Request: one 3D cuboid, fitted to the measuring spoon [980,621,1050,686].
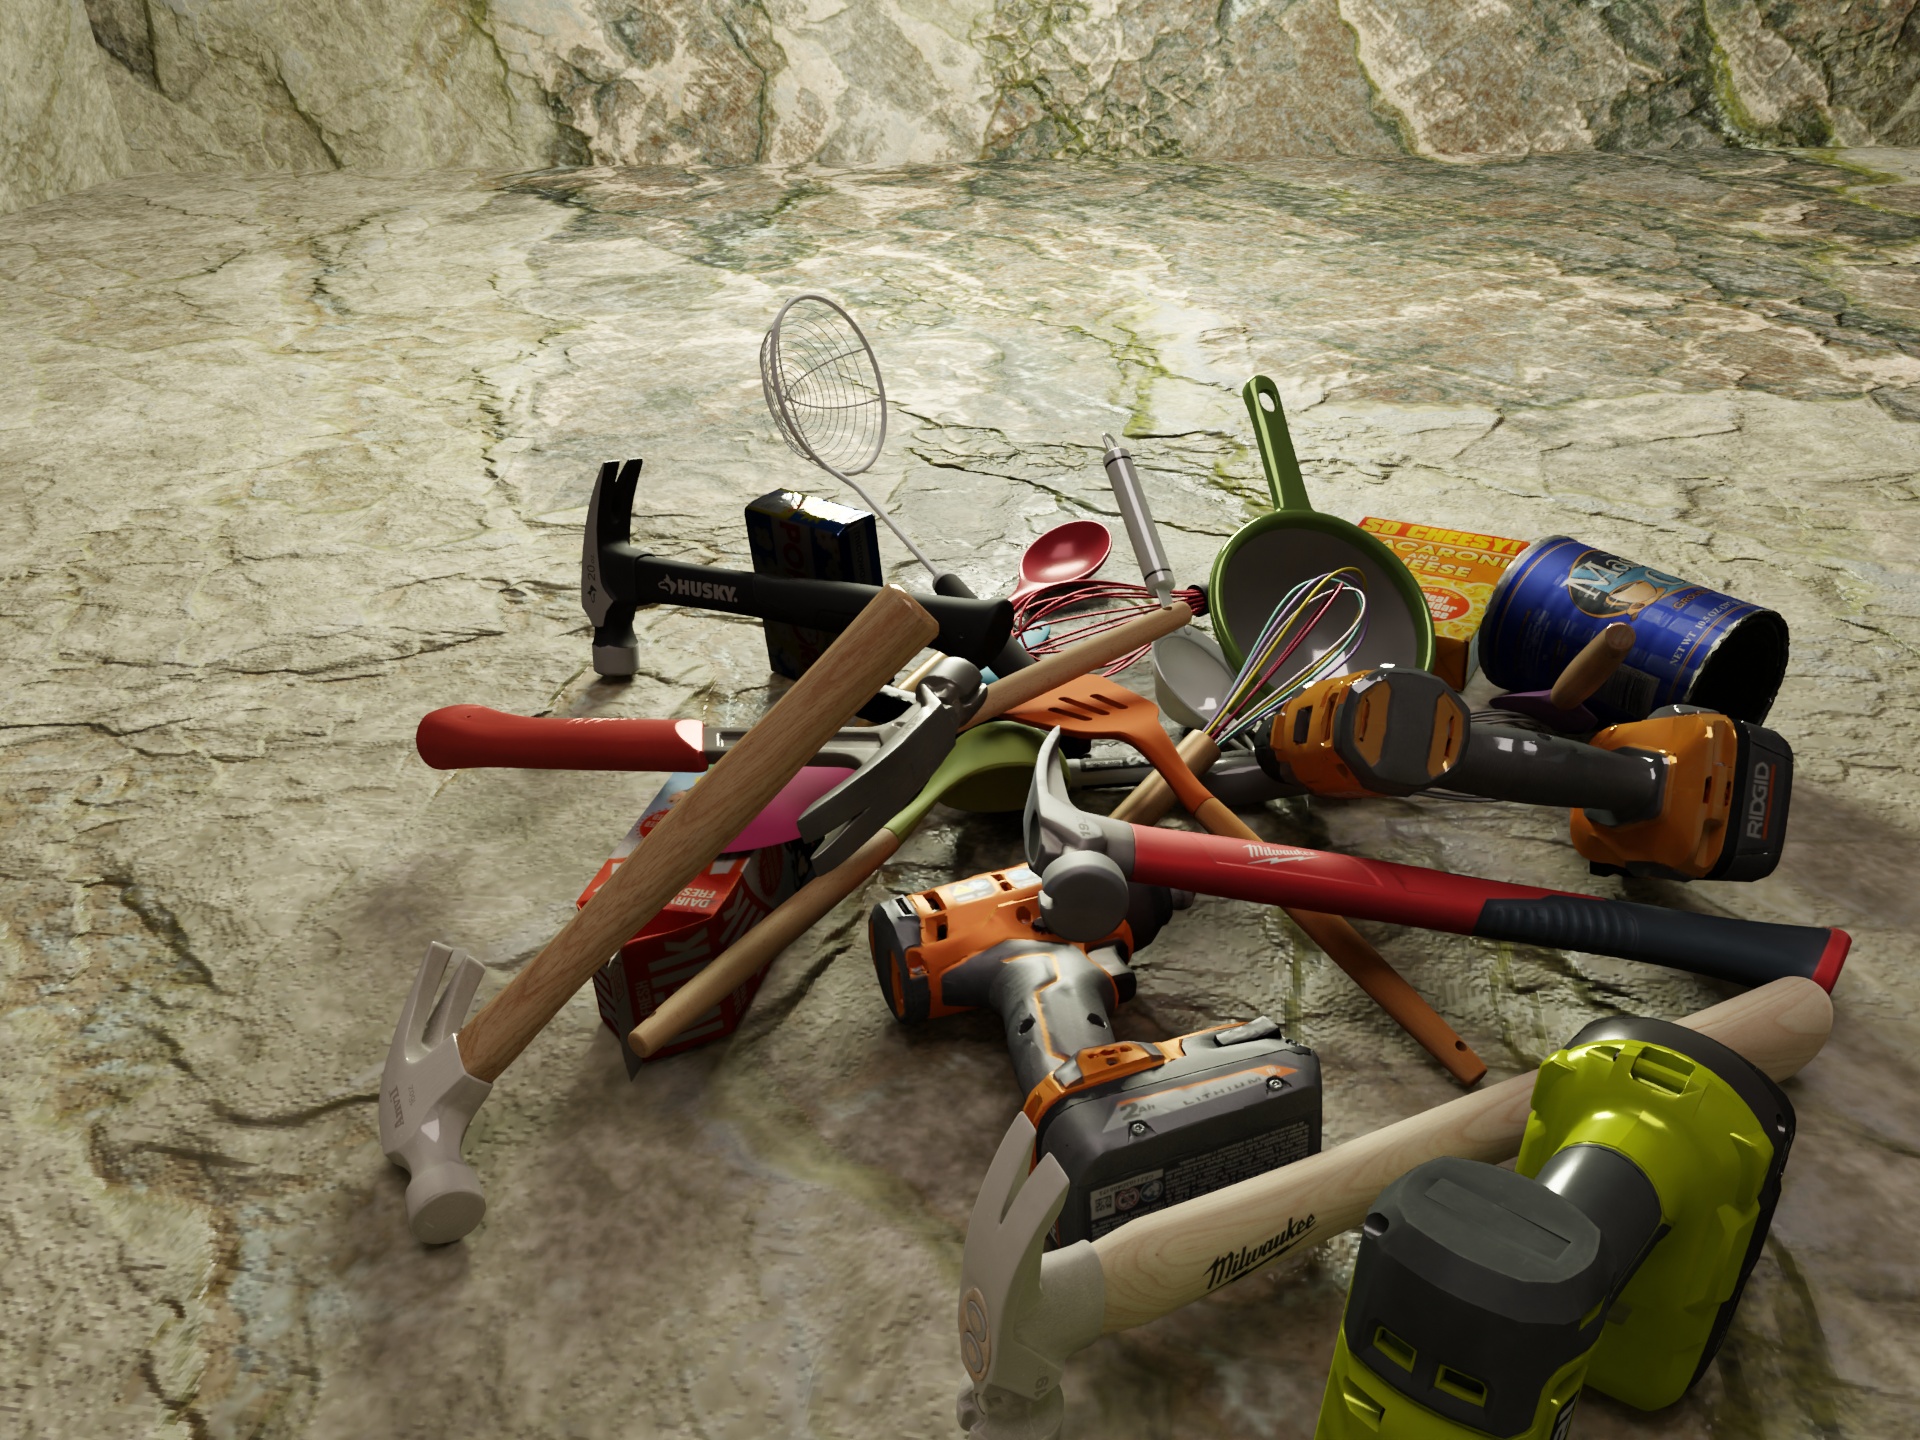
[{"bbox_3d":[0.031,-0.045,1.073,0.042,0.021,0.129,11,34,24],"label":"measuring spoon"}]

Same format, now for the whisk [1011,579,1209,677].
[{"bbox_3d":[0.147,-0.077,1.089,0.295,0.073,0.073,-16,32,-31],"label":"whisk"}]

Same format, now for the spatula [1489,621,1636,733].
[{"bbox_3d":[0.315,-0.017,0.825,0.060,0.018,0.315,16,-3,15],"label":"spatula"}]

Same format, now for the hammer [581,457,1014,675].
[{"bbox_3d":[-0.112,-0.081,0.994,0.335,0.146,0.035,10,18,33],"label":"hammer"}]

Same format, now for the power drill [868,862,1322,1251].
[{"bbox_3d":[0.068,0.132,0.708,0.164,0.084,0.227,-13,27,-17],"label":"power drill"}]

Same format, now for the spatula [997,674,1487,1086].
[{"bbox_3d":[0.137,0.066,0.801,0.081,0.041,0.323,-18,49,-33],"label":"spatula"}]

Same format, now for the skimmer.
[{"bbox_3d":[-0.024,-0.148,1.038,0.127,0.090,0.364,21,24,-53],"label":"skimmer"}]

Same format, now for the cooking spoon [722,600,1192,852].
[{"bbox_3d":[-0.001,-0.003,0.847,0.319,0.017,0.069,-25,33,-25],"label":"cooking spoon"}]

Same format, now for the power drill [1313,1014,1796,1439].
[{"bbox_3d":[0.178,0.202,0.499,0.080,0.190,0.228,21,23,36],"label":"power drill"}]

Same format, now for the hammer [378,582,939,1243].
[{"bbox_3d":[-0.135,0.066,0.692,0.331,0.031,0.130,-46,41,4],"label":"hammer"}]

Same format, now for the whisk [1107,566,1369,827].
[{"bbox_3d":[0.151,-0.004,0.896,0.051,0.047,0.245,41,71,16],"label":"whisk"}]

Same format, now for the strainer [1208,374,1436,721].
[{"bbox_3d":[0.207,-0.099,1.017,0.151,0.069,0.257,-1,65,-17],"label":"strainer"}]

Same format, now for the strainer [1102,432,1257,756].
[{"bbox_3d":[0.130,-0.080,1.020,0.086,0.050,0.259,8,56,-40],"label":"strainer"}]

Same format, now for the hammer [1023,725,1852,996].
[{"bbox_3d":[0.221,0.076,0.740,0.386,0.038,0.143,9,25,-6],"label":"hammer"}]

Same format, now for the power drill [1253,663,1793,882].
[{"bbox_3d":[0.268,0.025,0.808,0.226,0.084,0.185,11,-5,-6],"label":"power drill"}]

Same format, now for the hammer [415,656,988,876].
[{"bbox_3d":[-0.167,0.018,0.831,0.359,0.036,0.149,0,31,35],"label":"hammer"}]

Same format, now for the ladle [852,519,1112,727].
[{"bbox_3d":[0.017,-0.065,1.107,0.069,0.031,0.315,8,33,32],"label":"ladle"}]

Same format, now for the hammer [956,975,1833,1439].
[{"bbox_3d":[0.188,0.157,0.610,0.410,0.146,0.038,-12,36,-24],"label":"hammer"}]

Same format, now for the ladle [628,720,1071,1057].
[{"bbox_3d":[-0.045,0.083,0.801,0.078,0.062,0.320,-27,7,43],"label":"ladle"}]

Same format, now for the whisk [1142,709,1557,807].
[{"bbox_3d":[0.222,0.029,0.906,0.239,0.055,0.055,-6,30,4],"label":"whisk"}]
